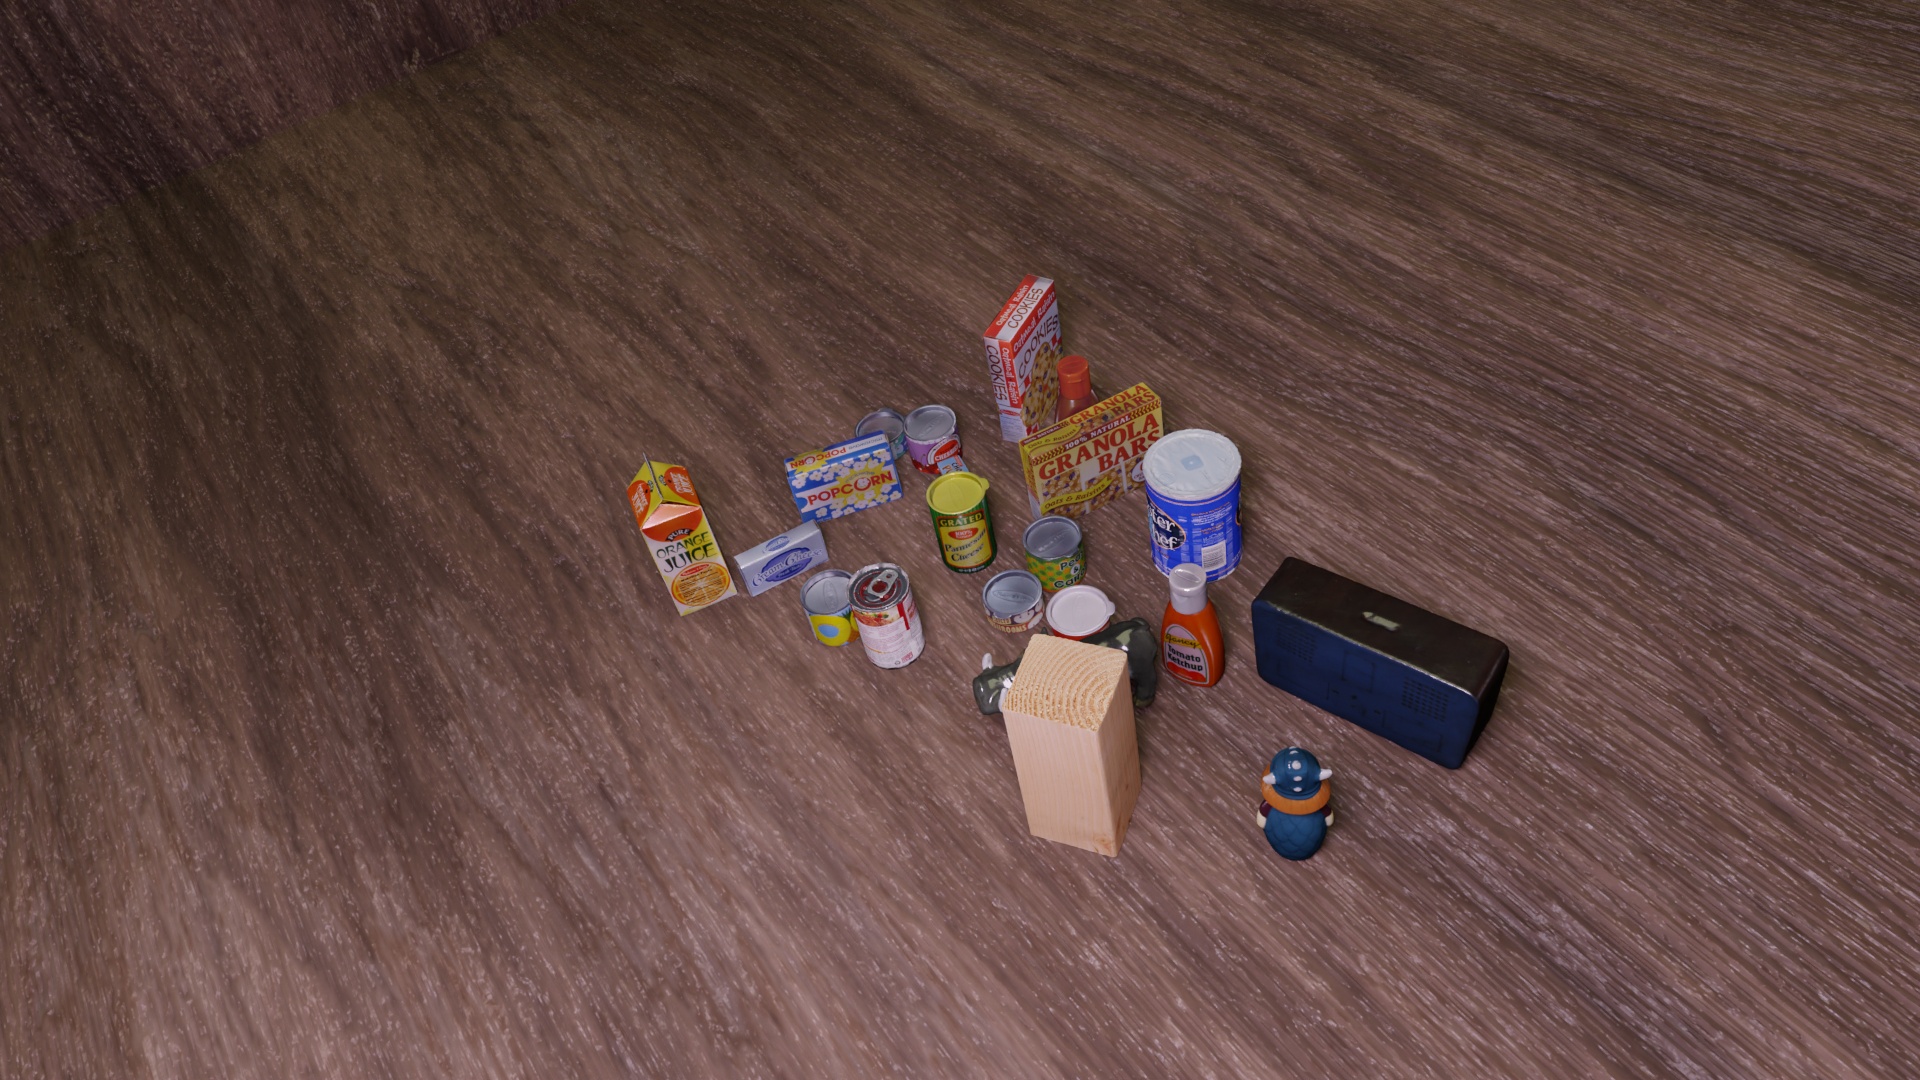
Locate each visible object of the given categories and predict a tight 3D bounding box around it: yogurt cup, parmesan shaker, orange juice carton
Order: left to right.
[{"bbox_3d":[-0.319,-0.010,1.568,0.073,0.191,0.072,-22,46,-8],"label":"orange juice carton"},{"bbox_3d":[0.006,-0.020,1.567,0.071,0.102,0.072,-6,46,7],"label":"parmesan shaker"},{"bbox_3d":[0.127,0.089,1.470,0.072,0.053,0.073,-6,46,7],"label":"yogurt cup"}]

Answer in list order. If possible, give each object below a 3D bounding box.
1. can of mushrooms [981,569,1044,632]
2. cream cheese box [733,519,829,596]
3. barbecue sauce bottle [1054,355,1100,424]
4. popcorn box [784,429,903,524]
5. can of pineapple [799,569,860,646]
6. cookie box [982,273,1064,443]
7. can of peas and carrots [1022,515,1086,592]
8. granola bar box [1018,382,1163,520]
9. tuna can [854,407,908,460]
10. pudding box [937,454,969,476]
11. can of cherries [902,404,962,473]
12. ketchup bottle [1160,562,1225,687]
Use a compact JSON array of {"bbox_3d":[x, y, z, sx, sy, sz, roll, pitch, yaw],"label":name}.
[{"bbox_3d":[0.057,0.068,1.520,0.071,0.033,0.071,-6,46,7],"label":"can of mushrooms"},{"bbox_3d":[-0.206,0.021,1.610,0.104,0.053,0.024,-26,47,-12],"label":"cream cheese box"},{"bbox_3d":[0.139,-0.149,1.629,0.065,0.147,0.044,-12,46,2],"label":"barbecue sauce bottle"},{"bbox_3d":[-0.139,-0.074,1.664,0.127,0.084,0.038,-17,46,-4],"label":"popcorn box"},{"bbox_3d":[-0.138,0.075,1.540,0.071,0.057,0.071,-6,46,7],"label":"can of pineapple"},{"bbox_3d":[0.081,-0.220,1.697,0.040,0.166,0.123,15,52,25],"label":"cookie box"},{"bbox_3d":[0.107,0.016,1.541,0.071,0.058,0.071,-6,46,7],"label":"can of peas and carrots"},{"bbox_3d":[0.153,-0.095,1.591,0.166,0.123,0.039,-26,47,-12],"label":"granola bar box"},{"bbox_3d":[-0.097,-0.132,1.746,0.071,0.032,0.071,-6,46,7],"label":"tuna can"},{"bbox_3d":[0.003,-0.056,1.640,0.030,0.049,0.084,-22,46,-8],"label":"pudding box"},{"bbox_3d":[-0.032,-0.123,1.705,0.071,0.058,0.072,-6,46,7],"label":"can of cherries"},{"bbox_3d":[0.230,0.083,1.387,0.065,0.148,0.044,21,55,29],"label":"ketchup bottle"}]
